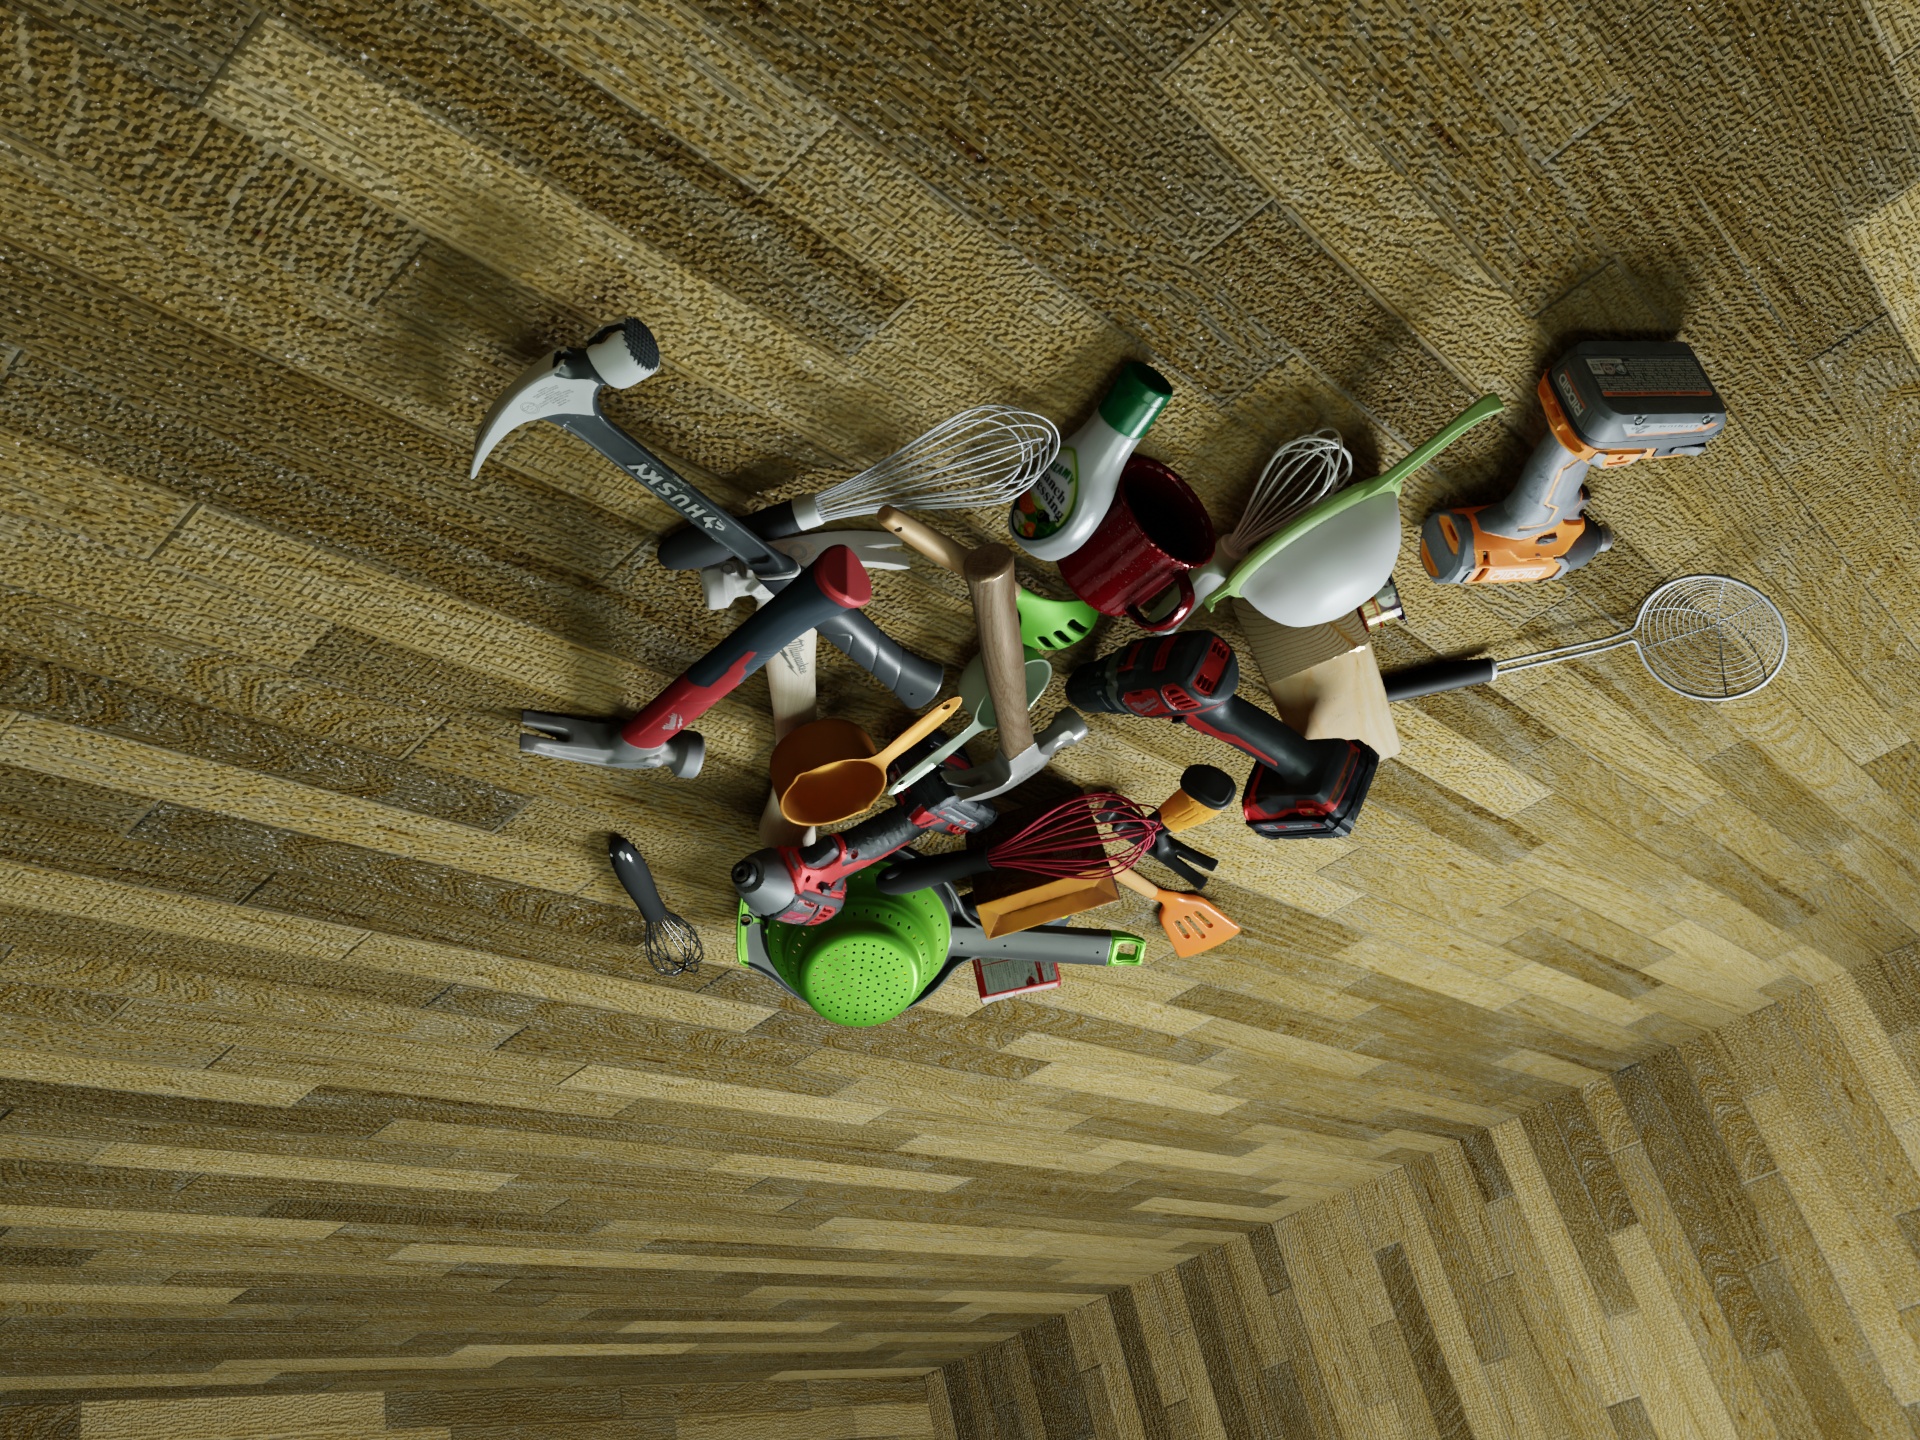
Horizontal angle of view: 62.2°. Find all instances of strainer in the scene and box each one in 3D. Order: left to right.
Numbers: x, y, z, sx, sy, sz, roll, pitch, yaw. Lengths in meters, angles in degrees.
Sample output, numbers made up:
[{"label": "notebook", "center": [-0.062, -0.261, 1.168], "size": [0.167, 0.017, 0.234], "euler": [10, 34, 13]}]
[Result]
[{"label": "strainer", "center": [0.305, -0.138, 1.152], "size": [0.151, 0.069, 0.256], "euler": [-20, 167, -40]}]

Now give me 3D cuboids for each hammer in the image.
[{"label": "hammer", "center": [-0.182, -0.035, 1.094], "size": [0.143, 0.038, 0.386], "euler": [10, 157, -29]}, {"label": "hammer", "center": [-0.137, -0.106, 1.040], "size": [0.149, 0.036, 0.408], "euler": [-20, 145, 26]}, {"label": "hammer", "center": [-0.123, -0.005, 1.274], "size": [0.146, 0.038, 0.410], "euler": [-10, 148, -11]}, {"label": "hammer", "center": [0.032, -0.030, 1.197], "size": [0.130, 0.031, 0.331], "euler": [-36, 155, -11]}, {"label": "hammer", "center": [0.193, 0.086, 1.375], "size": [0.034, 0.127, 0.336], "euler": [-55, 176, -10]}]

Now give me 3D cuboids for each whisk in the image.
[{"label": "whisk", "center": [-0.286, 0.174, 1.479], "size": [0.055, 0.055, 0.238], "euler": [-14, 143, -3]}, {"label": "whisk", "center": [-0.071, -0.150, 1.058], "size": [0.284, 0.070, 0.070], "euler": [-16, 148, 9]}, {"label": "whisk", "center": [0.043, 0.115, 1.373], "size": [0.296, 0.073, 0.073], "euler": [-16, 153, 34]}, {"label": "whisk", "center": [0.213, -0.136, 1.207], "size": [0.057, 0.059, 0.246], "euler": [16, 143, -20]}]

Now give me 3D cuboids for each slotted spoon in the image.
[{"label": "slotted spoon", "center": [0.024, -0.099, 1.142], "size": [0.070, 0.031, 0.313], "euler": [-28, 157, 20]}]

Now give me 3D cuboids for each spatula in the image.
[{"label": "spatula", "center": [0.197, 0.184, 1.703], "size": [0.081, 0.041, 0.322], "euler": [-29, 145, 22]}]

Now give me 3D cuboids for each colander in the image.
[{"label": "colander", "center": [-0.014, 0.225, 1.504], "size": [0.397, 0.095, 0.204], "euler": [5, 117, -7]}]

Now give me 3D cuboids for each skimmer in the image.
[{"label": "skimmer", "center": [0.554, -0.049, 1.448], "size": [0.363, 0.090, 0.127], "euler": [-12, 116, -1]}]

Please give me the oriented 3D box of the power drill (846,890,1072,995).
[{"label": "power drill", "center": [0.005, 0.209, 1.626], "size": [0.223, 0.080, 0.171], "euler": [-22, 152, 5]}]

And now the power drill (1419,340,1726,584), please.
[{"label": "power drill", "center": [0.473, -0.185, 1.214], "size": [0.164, 0.084, 0.226], "euler": [-4, 151, -18]}]

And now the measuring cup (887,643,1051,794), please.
[{"label": "measuring cup", "center": [-0.002, -0.004, 1.282], "size": [0.167, 0.038, 0.083], "euler": [-39, 154, 3]}]

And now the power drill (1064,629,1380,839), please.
[{"label": "power drill", "center": [0.205, 0.009, 1.297], "size": [0.226, 0.080, 0.188], "euler": [34, 160, -22]}]

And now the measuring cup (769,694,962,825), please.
[{"label": "measuring cup", "center": [-0.075, 0.015, 1.251], "size": [0.173, 0.052, 0.095], "euler": [-36, 145, 16]}]

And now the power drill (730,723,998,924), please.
[{"label": "power drill", "center": [-0.091, 0.099, 1.366], "size": [0.219, 0.079, 0.143], "euler": [-34, 155, 13]}]
